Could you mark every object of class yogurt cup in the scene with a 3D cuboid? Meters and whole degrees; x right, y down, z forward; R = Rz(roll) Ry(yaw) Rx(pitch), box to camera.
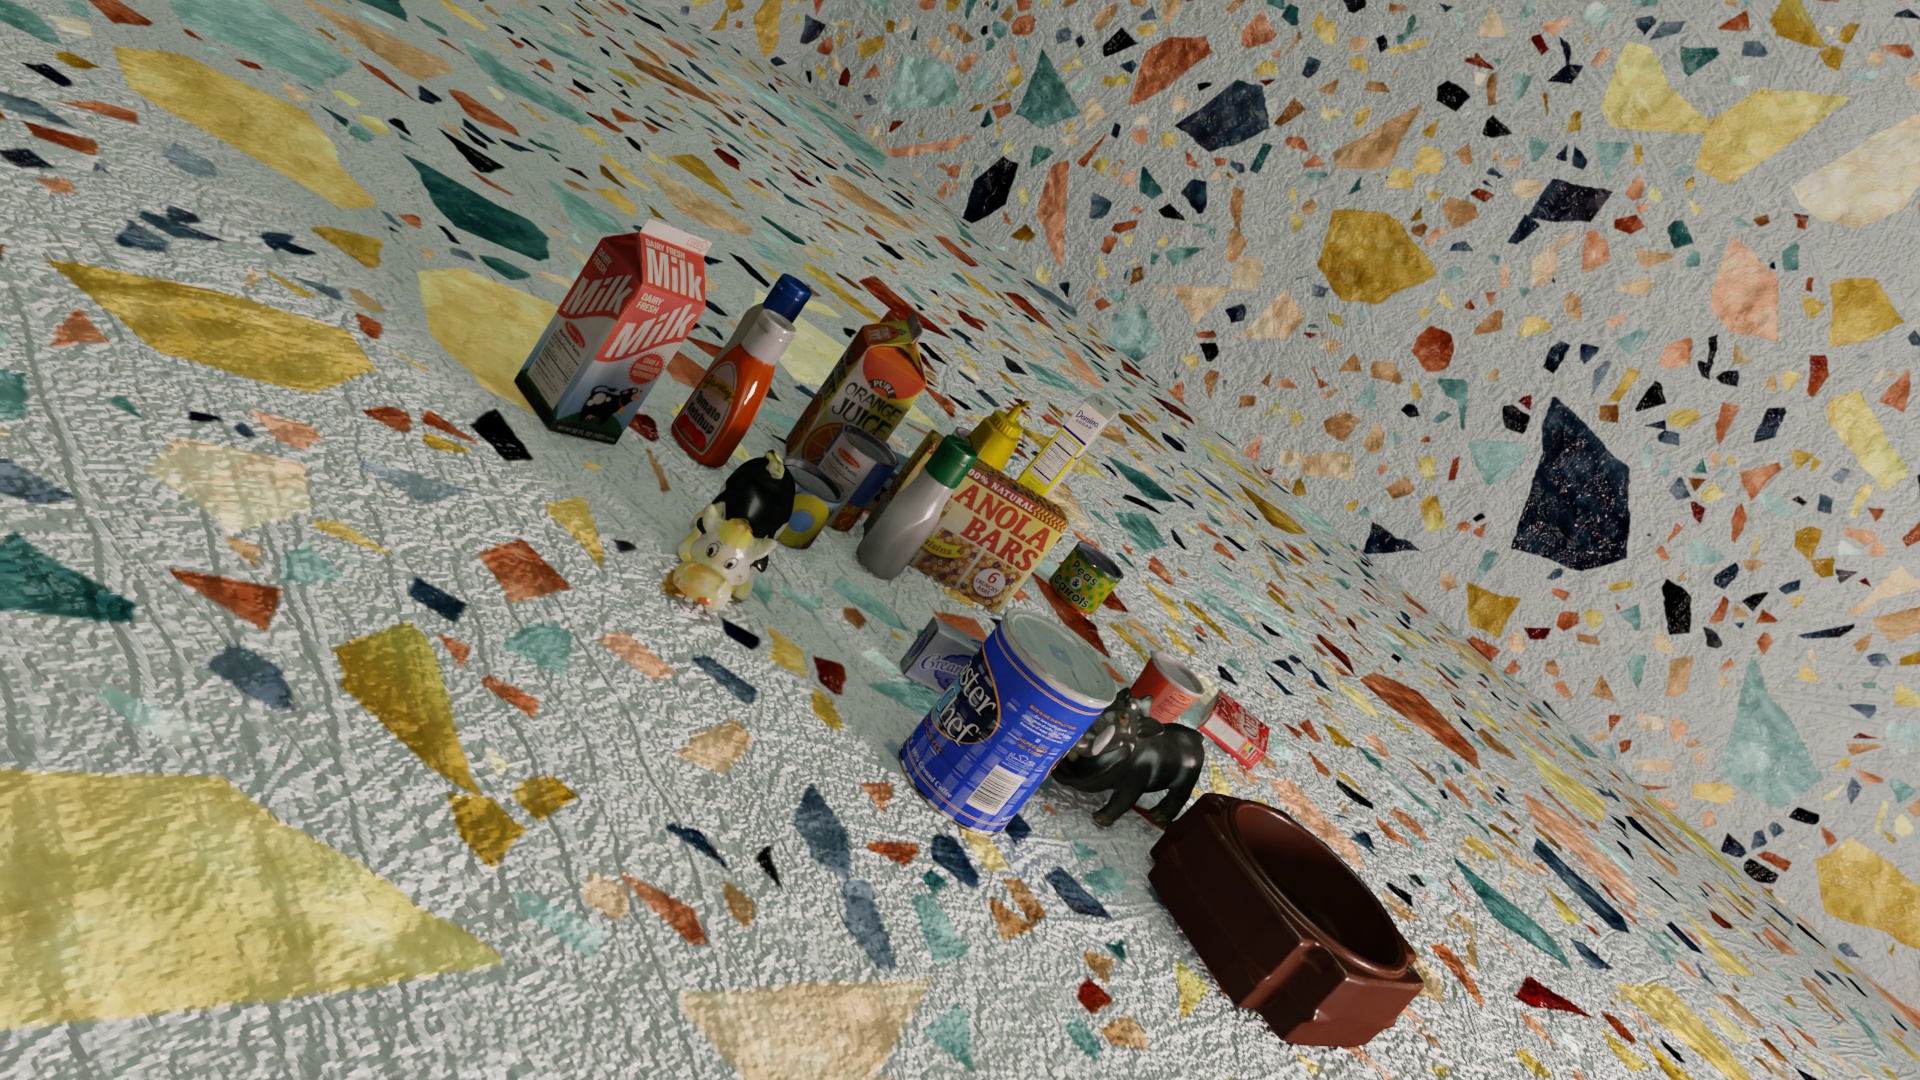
[{"bbox_3d":[0.213,0.157,1.456,0.072,0.053,0.073,33,18,-12],"label":"yogurt cup"}]

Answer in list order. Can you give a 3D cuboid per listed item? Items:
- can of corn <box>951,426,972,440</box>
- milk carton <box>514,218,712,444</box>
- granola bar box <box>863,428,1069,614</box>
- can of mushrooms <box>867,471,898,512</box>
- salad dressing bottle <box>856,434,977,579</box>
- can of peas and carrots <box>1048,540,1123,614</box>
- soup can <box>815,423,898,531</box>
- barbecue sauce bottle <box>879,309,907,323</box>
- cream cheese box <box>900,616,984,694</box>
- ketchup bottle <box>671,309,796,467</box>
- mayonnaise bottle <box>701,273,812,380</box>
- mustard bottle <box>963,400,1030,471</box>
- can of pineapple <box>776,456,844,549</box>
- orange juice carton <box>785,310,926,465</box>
[{"bbox_3d":[0.007,-0.093,1.678,0.071,0.058,0.071,33,18,-12],"label":"can of corn"},{"bbox_3d":[-0.280,-0.179,1.149,0.073,0.190,0.072,48,21,30],"label":"milk carton"},{"bbox_3d":[0.005,-0.017,1.385,0.165,0.124,0.039,30,19,-20],"label":"granola bar box"},{"bbox_3d":[-0.075,-0.047,1.456,0.071,0.033,0.071,33,19,-12],"label":"can of mushrooms"},{"bbox_3d":[-0.039,-0.032,1.302,0.044,0.147,0.064,45,19,23],"label":"salad dressing bottle"},{"bbox_3d":[0.143,0.044,1.595,0.071,0.058,0.071,33,18,-12],"label":"can of peas and carrots"},{"bbox_3d":[-0.109,-0.061,1.348,0.071,0.083,0.071,33,18,-12],"label":"soup can"},{"bbox_3d":[-0.107,-0.189,1.558,0.043,0.148,0.065,18,26,-46],"label":"barbecue sauce bottle"},{"bbox_3d":[0.005,0.111,1.188,0.104,0.053,0.024,29,19,-23],"label":"cream cheese box"},{"bbox_3d":[-0.203,-0.141,1.265,0.065,0.148,0.043,47,20,27],"label":"ketchup bottle"},{"bbox_3d":[-0.204,-0.201,1.409,0.041,0.147,0.065,15,28,-49],"label":"mayonnaise bottle"},{"bbox_3d":[0.026,-0.098,1.562,0.049,0.159,0.065,28,20,-26],"label":"mustard bottle"},{"bbox_3d":[-0.146,-0.033,1.252,0.071,0.057,0.071,33,18,-12],"label":"can of pineapple"},{"bbox_3d":[-0.096,-0.145,1.401,0.073,0.192,0.072,30,19,-20],"label":"orange juice carton"}]
